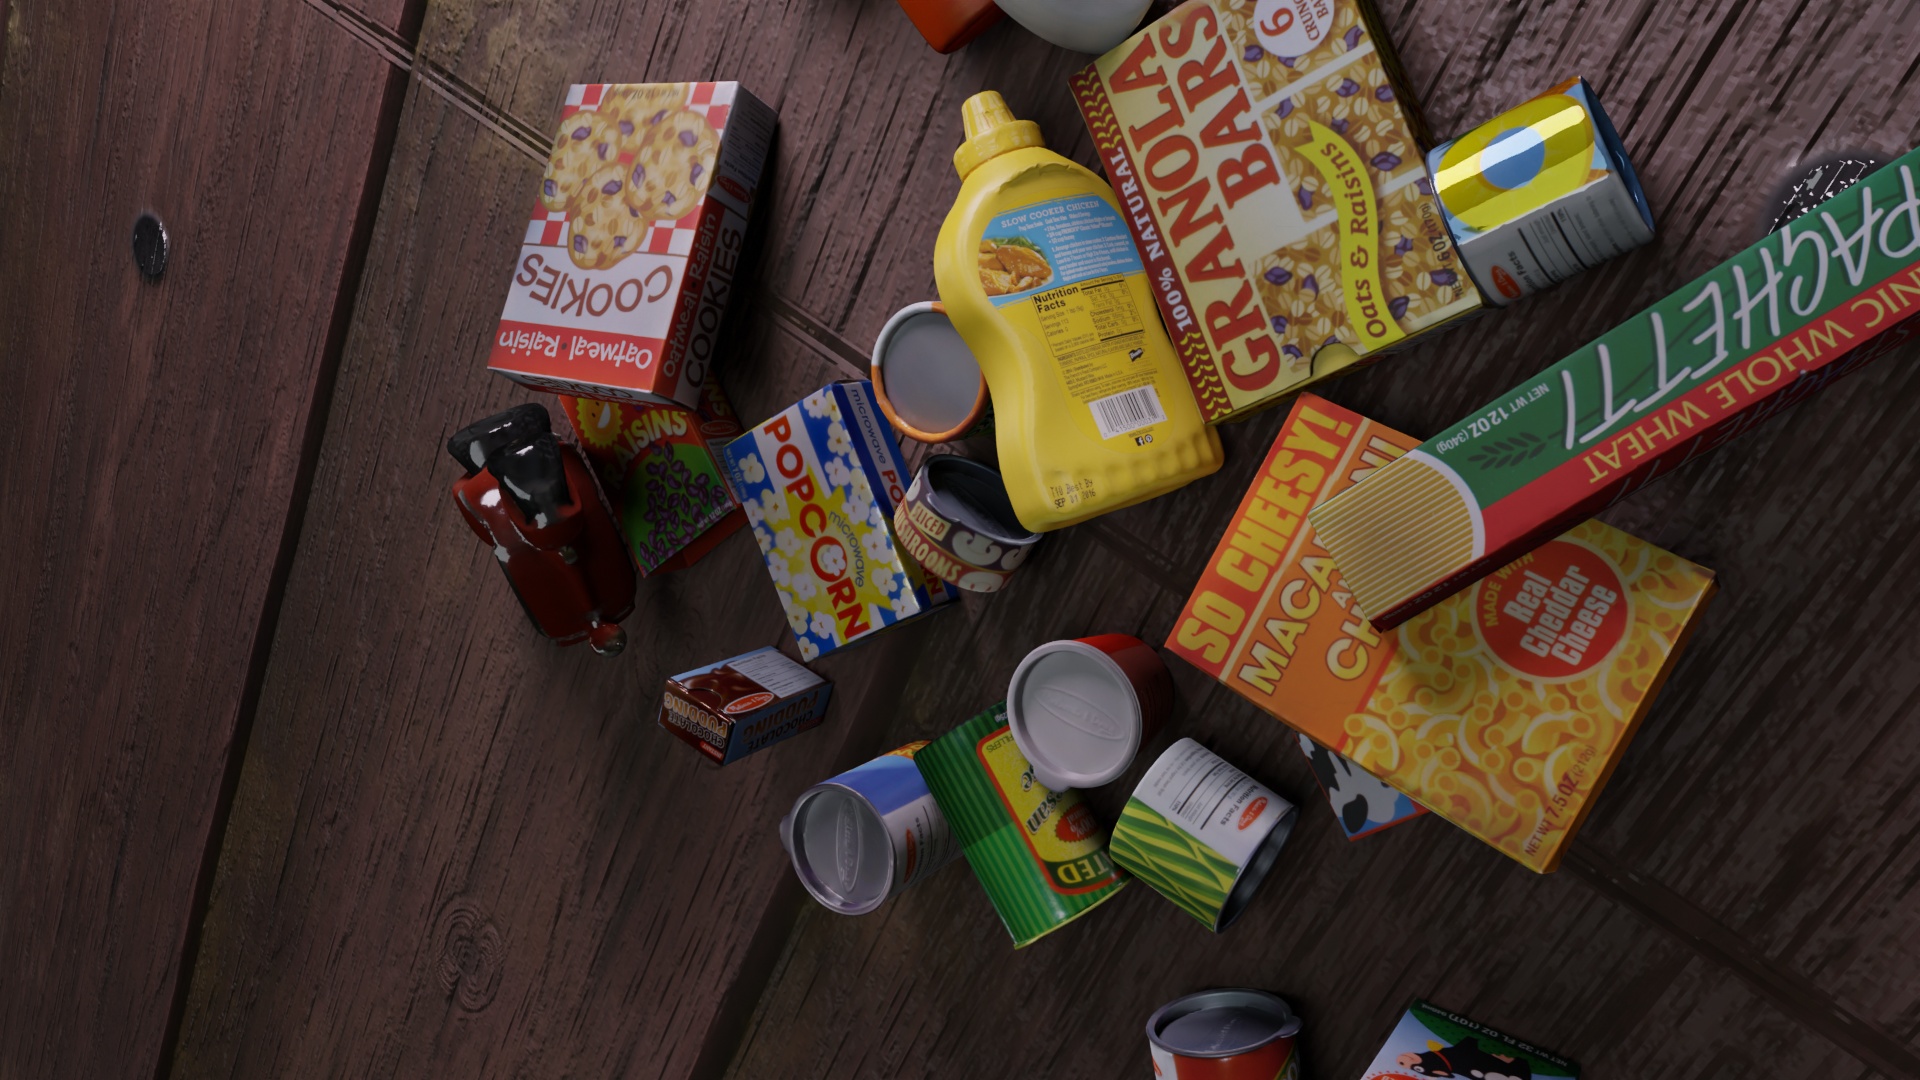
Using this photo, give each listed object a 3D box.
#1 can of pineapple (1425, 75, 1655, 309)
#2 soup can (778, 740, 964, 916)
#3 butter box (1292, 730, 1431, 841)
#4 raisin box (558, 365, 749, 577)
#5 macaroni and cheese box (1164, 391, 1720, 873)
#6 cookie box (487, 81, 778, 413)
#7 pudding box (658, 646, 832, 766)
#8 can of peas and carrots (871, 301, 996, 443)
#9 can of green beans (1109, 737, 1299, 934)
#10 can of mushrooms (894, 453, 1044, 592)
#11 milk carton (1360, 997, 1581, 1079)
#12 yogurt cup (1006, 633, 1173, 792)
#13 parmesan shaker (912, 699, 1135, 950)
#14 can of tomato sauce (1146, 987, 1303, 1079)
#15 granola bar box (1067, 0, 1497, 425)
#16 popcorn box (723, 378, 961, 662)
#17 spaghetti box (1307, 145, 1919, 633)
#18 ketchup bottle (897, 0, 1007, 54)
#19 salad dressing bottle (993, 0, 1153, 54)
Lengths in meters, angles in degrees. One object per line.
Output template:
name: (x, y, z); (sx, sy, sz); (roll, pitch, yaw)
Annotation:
can of pineapple: (0.212, -0.128, 0.509); (0.057, 0.071, 0.071); (-24, 85, 33)
soup can: (-0.038, 0.143, 0.705); (0.071, 0.084, 0.071); (6, 101, 32)
butter box: (0.196, 0.082, 0.578); (0.103, 0.024, 0.053); (-31, 80, 33)
raisin box: (-0.168, -0.054, 0.783); (0.086, 0.040, 0.123); (-33, 79, 33)
macaroni and cheese box: (0.181, 0.031, 0.543); (0.167, 0.040, 0.123); (31, 96, 32)
cookie box: (-0.175, -0.157, 0.740); (0.123, 0.040, 0.167); (11, 83, 31)
pudding box: (-0.115, 0.087, 0.745); (0.050, 0.084, 0.030); (27, 113, 26)
can of peas and carrots: (0.002, -0.079, 0.657); (0.071, 0.059, 0.070); (7, 102, 33)
can of green beans: (0.108, 0.130, 0.618); (0.058, 0.071, 0.071); (32, 114, 26)
can of mushrooms: (0.002, -0.008, 0.661); (0.071, 0.071, 0.033); (44, 120, 20)
milk carton: (0.172, 0.255, 0.522); (0.072, 0.191, 0.073); (16, 106, 30)
yogurt cup: (0.064, 0.075, 0.645); (0.072, 0.054, 0.072); (6, 101, 32)
parmesan shaker: (0.028, 0.134, 0.667); (0.071, 0.071, 0.103); (-37, 78, 32)
can of tomato sauce: (0.126, 0.256, 0.628); (0.071, 0.071, 0.083); (-8, 95, 34)
granola bar box: (0.130, -0.146, 0.574); (0.124, 0.039, 0.165); (-24, 84, 34)
popcorn box: (-0.063, -0.010, 0.723); (0.085, 0.038, 0.126); (-25, 84, 33)
spaghetti box: (0.242, -0.051, 0.485); (0.249, 0.028, 0.050); (-33, 65, 19)
ketchup bottle: (-0.028, -0.297, 0.622); (0.064, 0.044, 0.148); (-33, 99, 25)
salad dressing bottle: (0.014, -0.262, 0.578); (0.064, 0.147, 0.044); (-64, 18, -11)
